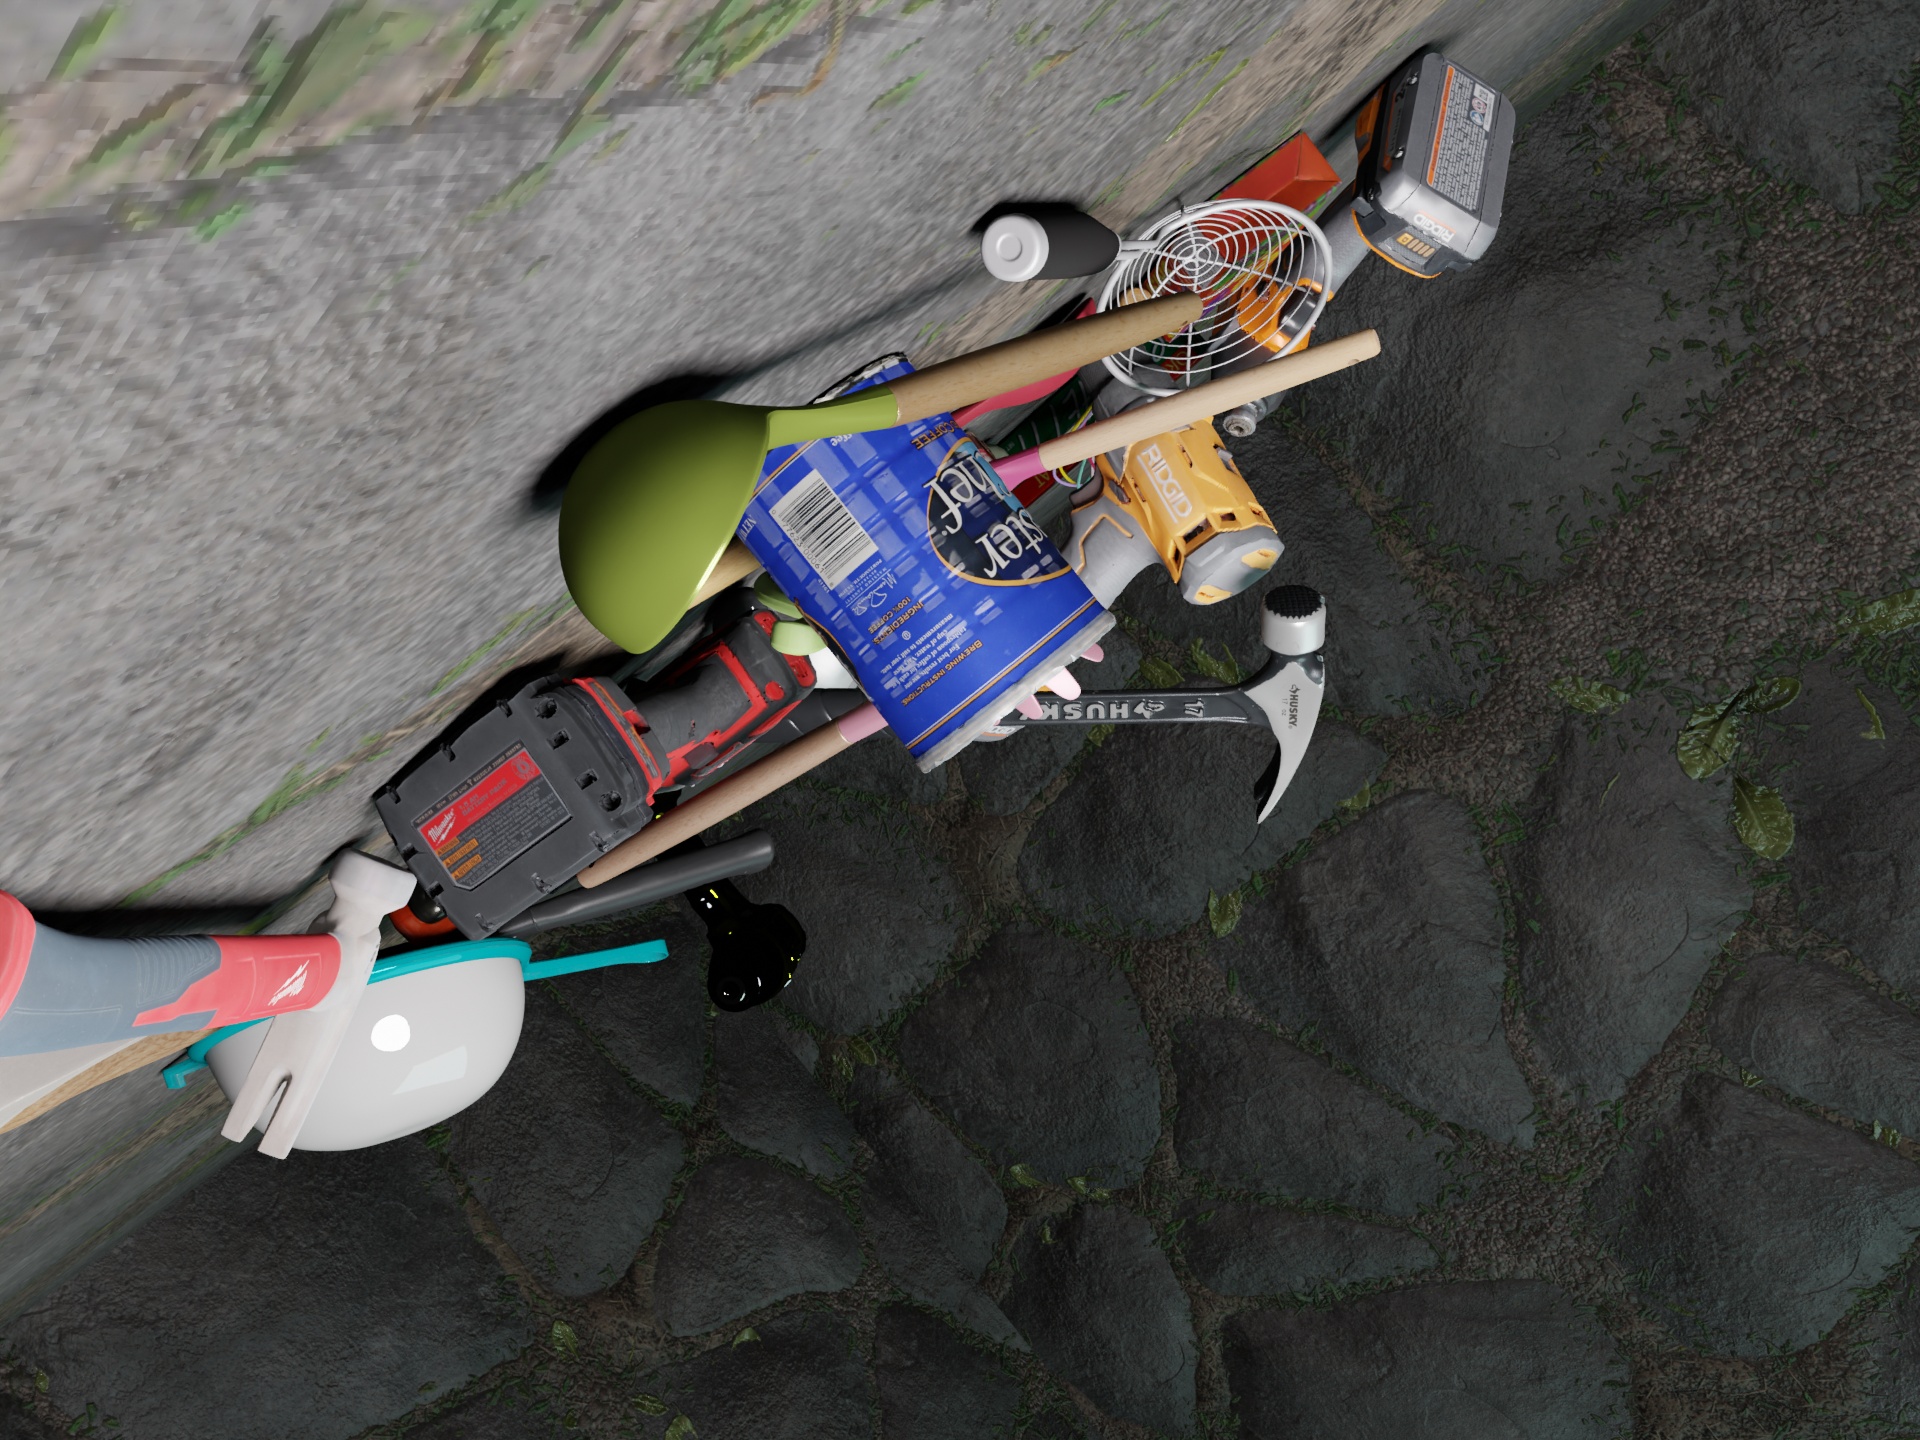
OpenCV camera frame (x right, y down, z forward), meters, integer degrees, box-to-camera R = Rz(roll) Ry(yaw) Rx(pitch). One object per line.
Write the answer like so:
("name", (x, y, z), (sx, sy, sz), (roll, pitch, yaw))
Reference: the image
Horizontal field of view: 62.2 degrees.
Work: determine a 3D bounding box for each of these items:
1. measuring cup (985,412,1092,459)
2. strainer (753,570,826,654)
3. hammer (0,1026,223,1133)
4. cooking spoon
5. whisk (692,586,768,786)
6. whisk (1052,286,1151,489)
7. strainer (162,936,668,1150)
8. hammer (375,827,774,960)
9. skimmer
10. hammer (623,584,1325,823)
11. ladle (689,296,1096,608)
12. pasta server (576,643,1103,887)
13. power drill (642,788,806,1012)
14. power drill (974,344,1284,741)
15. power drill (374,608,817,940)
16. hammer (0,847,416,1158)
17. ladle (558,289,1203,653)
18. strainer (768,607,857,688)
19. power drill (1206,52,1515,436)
("measuring cup", (0.039, -0.193, 1.130), (0.167, 0.038, 0.083), (-41, -178, -5))
("strainer", (-0.043, -0.081, 0.795), (0.256, 0.151, 0.069), (-40, 139, -74))
("hammer", (-0.367, 0.141, 0.719), (0.130, 0.031, 0.331), (-38, -178, 2))
("cooking spoon", (0.068, -0.150, 0.855), (0.319, 0.017, 0.068), (-15, 160, 26))
("whisk", (-0.156, -0.023, 1.005), (0.070, 0.070, 0.284), (-39, 177, -26))
("whisk", (0.102, -0.210, 1.051), (0.051, 0.047, 0.244), (-42, 168, -15))
("strainer", (-0.323, 0.212, 1.052), (0.211, 0.095, 0.340), (-30, 163, 38))
("hammer", (-0.284, 0.133, 1.108), (0.334, 0.035, 0.146), (-16, 167, -30))
("skimmer", (0.089, -0.183, 0.703), (0.127, 0.090, 0.363), (-31, -176, 24))
("hammer", (-0.001, -0.003, 0.911), (0.409, 0.149, 0.036), (-1, -141, 7))
("ladle", (-0.038, -0.128, 0.794), (0.315, 0.031, 0.069), (-37, -177, -27))
("pasta server", (-0.072, 0.020, 0.787), (0.316, 0.040, 0.060), (-29, -140, 25))
("power drill", (-0.217, 0.132, 1.278), (0.080, 0.228, 0.190), (-38, -179, 5))
("power drill", (0.058, -0.114, 0.947), (0.226, 0.185, 0.084), (-36, 158, 26))
("power drill", (-0.168, 0.018, 0.769), (0.143, 0.078, 0.220), (-34, -178, 23))
("hammer", (-0.280, 0.108, 0.567), (0.386, 0.038, 0.143), (131, -19, -80))
("ladle", (-0.002, -0.102, 0.538), (0.320, 0.062, 0.078), (-29, 177, -43))
("strainer", (-0.063, -0.093, 1.105), (0.050, 0.086, 0.258), (-14, -150, 41))
("power drill", (0.233, -0.281, 0.989), (0.226, 0.084, 0.164), (-36, -147, 60))
